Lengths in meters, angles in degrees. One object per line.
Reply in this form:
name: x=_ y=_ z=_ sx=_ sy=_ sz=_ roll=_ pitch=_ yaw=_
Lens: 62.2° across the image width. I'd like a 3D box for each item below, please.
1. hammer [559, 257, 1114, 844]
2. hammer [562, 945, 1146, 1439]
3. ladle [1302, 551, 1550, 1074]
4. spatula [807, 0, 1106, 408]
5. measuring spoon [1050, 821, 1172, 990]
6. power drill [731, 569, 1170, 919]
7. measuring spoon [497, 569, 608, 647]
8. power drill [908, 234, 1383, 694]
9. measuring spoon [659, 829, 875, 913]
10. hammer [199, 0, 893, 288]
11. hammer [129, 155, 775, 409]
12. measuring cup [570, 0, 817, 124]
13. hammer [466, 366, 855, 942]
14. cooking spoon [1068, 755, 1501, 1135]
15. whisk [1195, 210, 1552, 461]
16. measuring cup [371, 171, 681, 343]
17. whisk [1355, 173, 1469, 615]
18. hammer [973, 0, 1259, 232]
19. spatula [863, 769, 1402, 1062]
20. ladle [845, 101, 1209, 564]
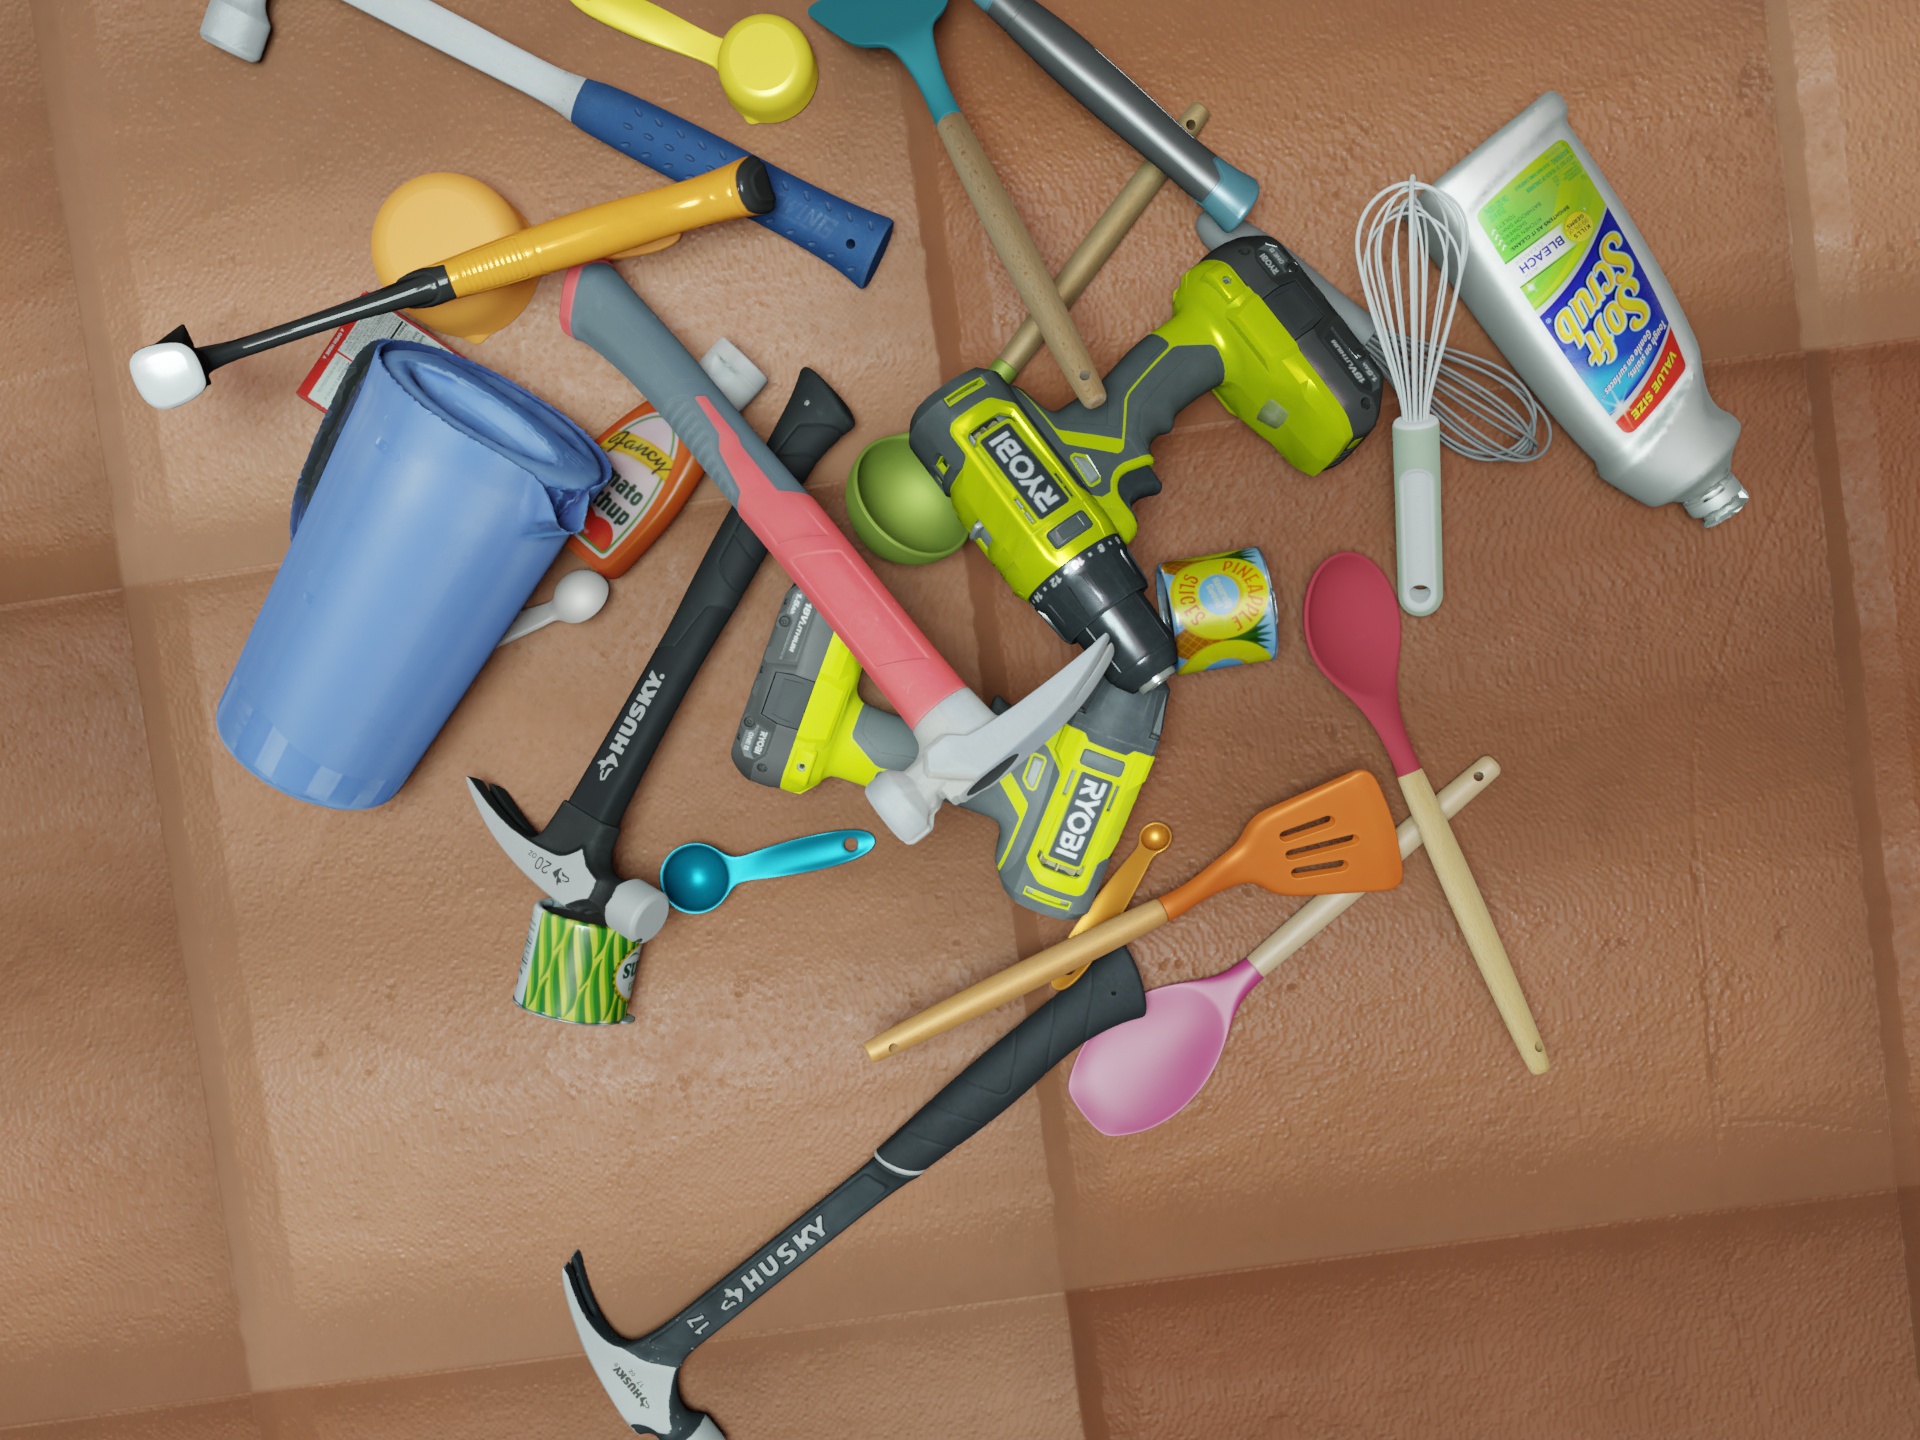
hammer: x=-0.086 y=-0.124 z=0.843 sx=0.143 sy=0.038 sz=0.387 roll=-39 pitch=70 yaw=0
hammer: x=-0.055 y=0.268 z=0.939 sx=0.409 sy=0.036 sz=0.149 roll=-40 pitch=90 yaw=3
ladle: x=0.269 y=0.053 z=0.911 sx=0.069 sy=0.031 sz=0.315 roll=-21 pitch=86 yaw=-23
spatula: x=0.008 y=-0.298 z=0.860 sx=0.082 sy=0.044 sz=0.318 roll=-24 pitch=74 yaw=-2
measuring spoon: x=0.088 y=0.109 z=0.929 sx=0.021 sy=0.011 sz=0.117 roll=29 pitch=77 yaw=29
power drill: x=-0.001 y=-0.003 z=0.900 sx=0.223 sy=0.080 sz=0.171 roll=20 pitch=103 yaw=-2
measuring spoon: x=-0.264 y=-0.059 z=0.928 sx=0.124 sy=0.018 sz=0.034 roll=-21 pitch=53 yaw=9
power drill: x=0.112 y=-0.140 z=0.860 sx=0.228 sy=0.080 sz=0.190 roll=-35 pitch=83 yaw=-14
measuring spoon: x=-0.114 y=0.084 z=0.946 sx=0.128 sy=0.021 sz=0.042 roll=-12 pitch=93 yaw=-8
hammer: x=-0.225 y=-0.364 z=0.907 sx=0.405 sy=0.035 sz=0.144 roll=27 pitch=102 yaw=-2
hammer: x=-0.262 y=-0.238 z=0.849 sx=0.337 sy=0.127 sz=0.034 roll=-21 pitch=113 yaw=-11
measuring cup: x=-0.157 y=-0.395 z=0.913 sx=0.156 sy=0.029 sz=0.062 roll=23 pitch=93 yaw=-1
hammer: x=-0.158 y=-0.052 z=0.912 sx=0.146 sy=0.035 sz=0.335 roll=26 pitch=86 yaw=25
cooking spoon: x=0.193 y=0.129 z=0.937 sx=0.319 sy=0.017 sz=0.069 roll=-41 pitch=72 yaw=2
whisk: x=0.235 y=-0.222 z=0.909 sx=0.239 sy=0.055 sz=0.055 roll=36 pitch=93 yaw=4
measuring cup: x=-0.250 y=-0.273 z=0.909 sx=0.173 sy=0.052 sz=0.095 roll=-7 pitch=93 yaw=3
whisk: x=0.249 y=-0.171 z=0.870 sx=0.058 sy=0.059 sz=0.246 roll=-1 pitch=117 yaw=18
hammer: x=0.032 y=-0.386 z=0.871 sx=0.331 sy=0.128 sz=0.033 roll=39 pitch=124 yaw=-4
spatula: x=0.096 y=0.120 z=0.896 sx=0.322 sy=0.041 sz=0.081 roll=-25 pitch=112 yaw=-9
ladle: x=0.046 y=-0.224 z=0.907 sx=0.078 sy=0.062 sz=0.320 roll=37 pitch=90 yaw=-14
